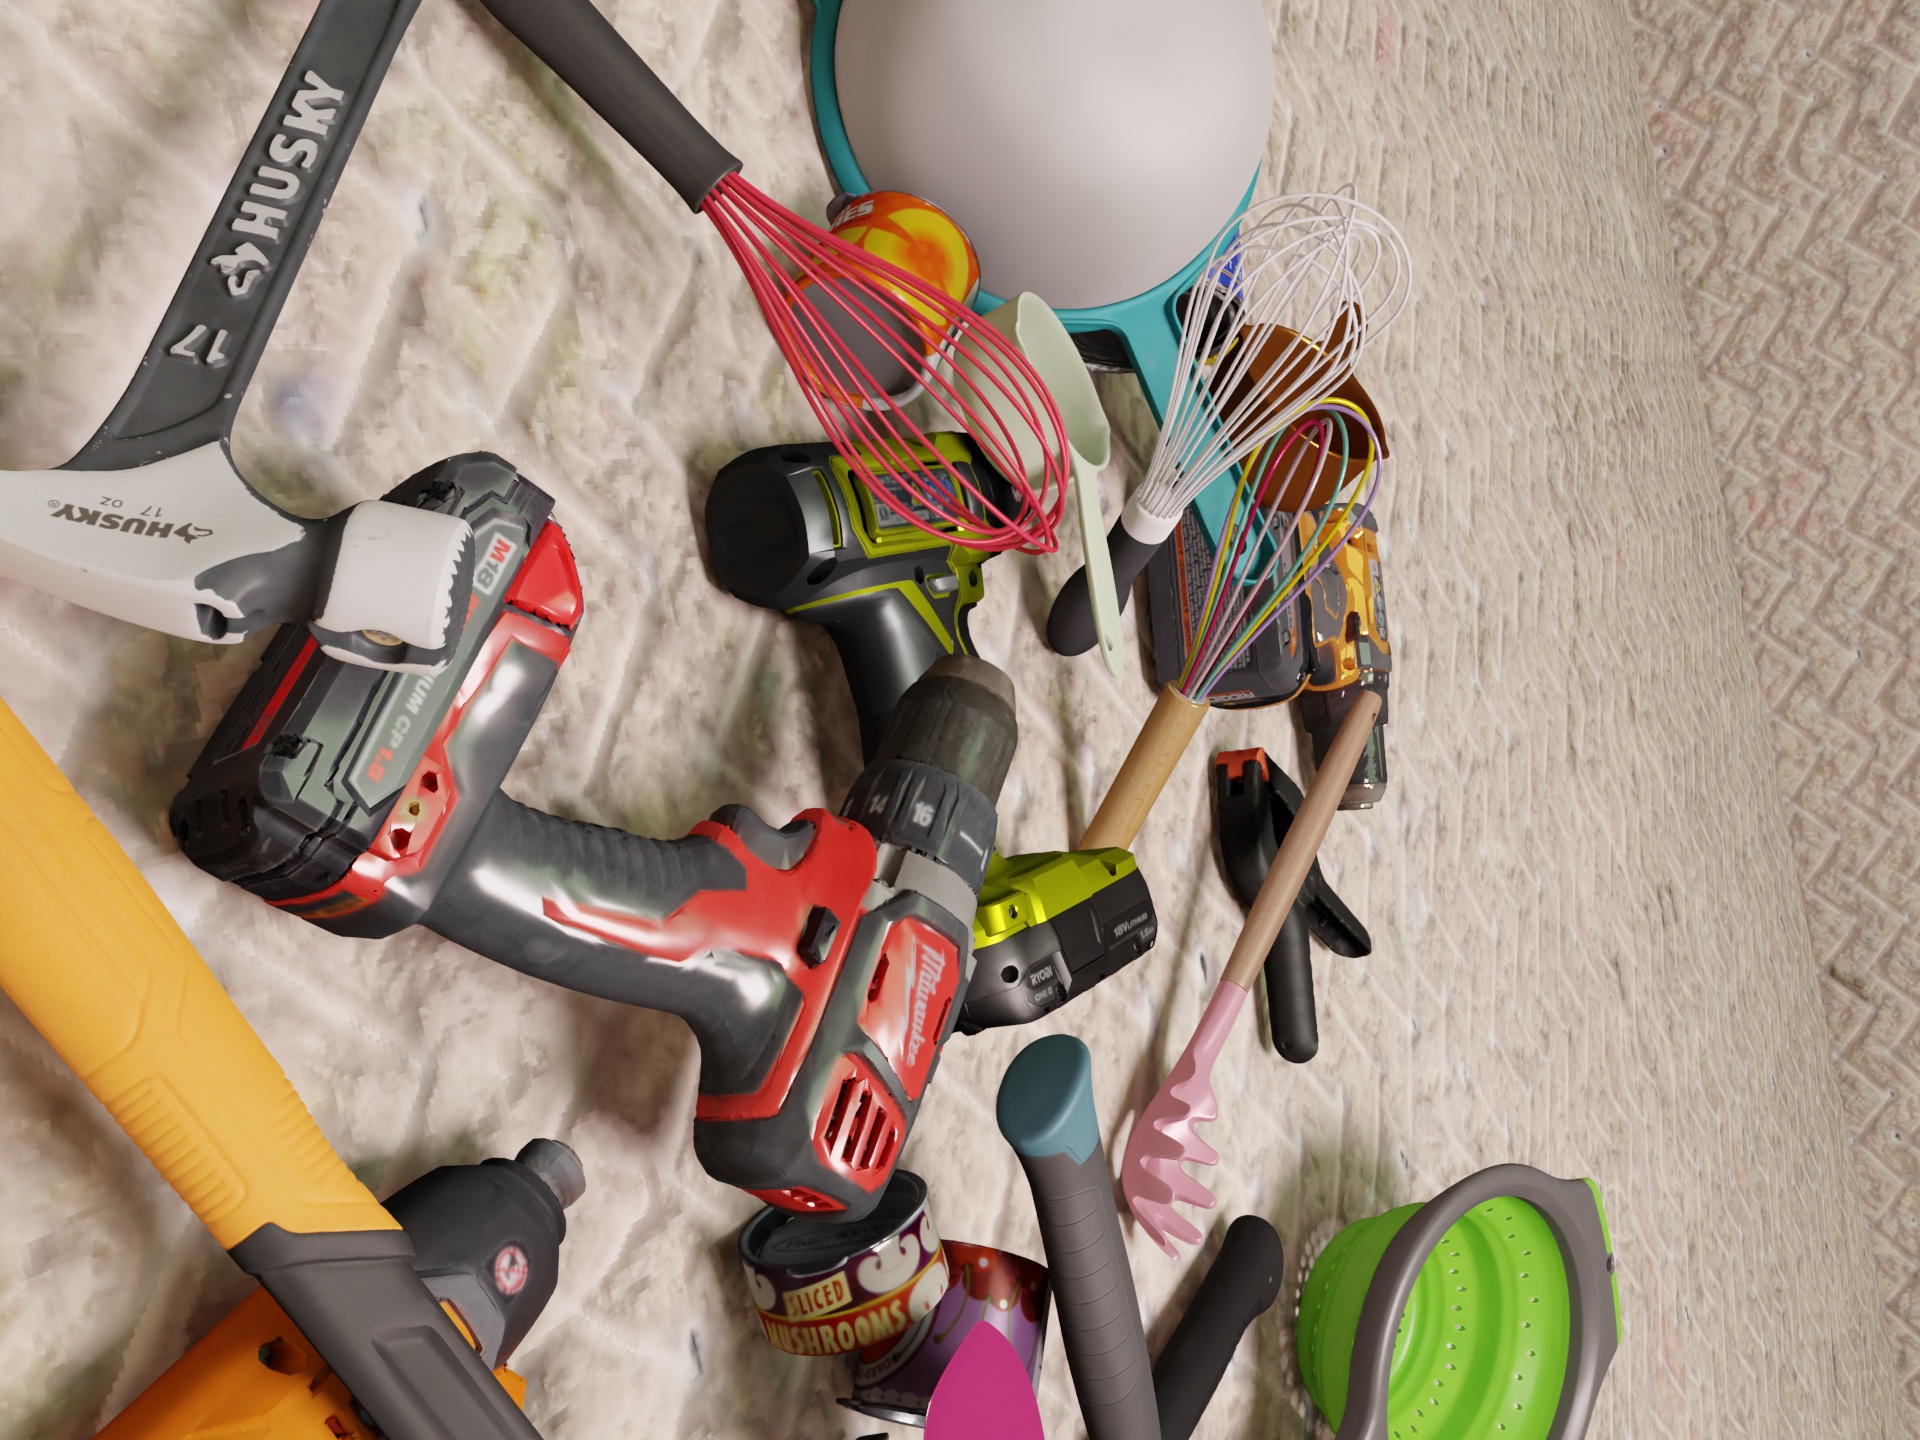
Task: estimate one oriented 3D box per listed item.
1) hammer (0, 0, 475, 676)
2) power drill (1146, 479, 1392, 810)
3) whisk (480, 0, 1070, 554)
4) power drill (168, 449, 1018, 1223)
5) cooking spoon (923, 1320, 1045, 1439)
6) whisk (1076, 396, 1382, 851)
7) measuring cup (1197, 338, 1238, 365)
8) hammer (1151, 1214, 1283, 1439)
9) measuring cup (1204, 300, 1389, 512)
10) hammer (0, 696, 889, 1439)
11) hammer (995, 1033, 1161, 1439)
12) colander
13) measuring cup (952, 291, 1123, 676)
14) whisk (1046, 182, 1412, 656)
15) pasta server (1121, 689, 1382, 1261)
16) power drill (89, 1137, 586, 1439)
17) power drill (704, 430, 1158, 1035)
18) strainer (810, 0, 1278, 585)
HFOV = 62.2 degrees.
[{"bbox_3d":[-0.168,-0.196,0.436,0.149,0.036,0.409,11,56,-10],"label":"hammer"},{"bbox_3d":[0.187,-0.041,0.897,0.226,0.084,0.185,4,80,-58],"label":"power drill"},{"bbox_3d":[-0.067,-0.164,0.534,0.295,0.073,0.073,45,44,-10],"label":"whisk"},{"bbox_3d":[-0.079,0.019,0.463,0.226,0.080,0.188,38,59,-30],"label":"power drill"},{"bbox_3d":[0.025,0.338,0.536,0.069,0.017,0.318,-41,126,-54],"label":"cooking spoon"},{"bbox_3d":[0.106,-0.031,0.695,0.047,0.051,0.245,-1,127,-44],"label":"whisk"},{"bbox_3d":[0.154,-0.211,0.944,0.156,0.029,0.062,42,49,-56],"label":"measuring cup"},{"bbox_3d":[0.069,0.315,0.663,0.335,0.035,0.146,-35,121,-54],"label":"hammer"},{"bbox_3d":[0.172,-0.166,0.807,0.095,0.052,0.174,40,40,-4],"label":"measuring cup"},{"bbox_3d":[-0.149,0.092,0.352,0.337,0.034,0.127,54,41,-6],"label":"hammer"},{"bbox_3d":[0.062,0.268,0.580,0.128,0.033,0.330,-40,123,-54],"label":"hammer"},{"bbox_3d":[0.185,0.353,0.796,0.397,0.094,0.204,-21,103,-36],"label":"colander"},{"bbox_3d":[0.033,-0.088,0.618,0.083,0.038,0.168,30,46,-55],"label":"measuring cup"},{"bbox_3d":[0.091,-0.103,0.644,0.070,0.284,0.070,9,59,-14],"label":"whisk"},{"bbox_3d":[0.153,0.111,0.786,0.316,0.040,0.060,-59,142,-25],"label":"pasta server"},{"bbox_3d":[-0.114,0.231,0.408,0.164,0.084,0.226,-45,113,-49],"label":"power drill"},{"bbox_3d":[-0.001,-0.002,0.627,0.171,0.080,0.223,-17,92,-54],"label":"power drill"},{"bbox_3d":[0.075,-0.217,0.665,0.211,0.095,0.340,-25,96,-15],"label":"strainer"}]
